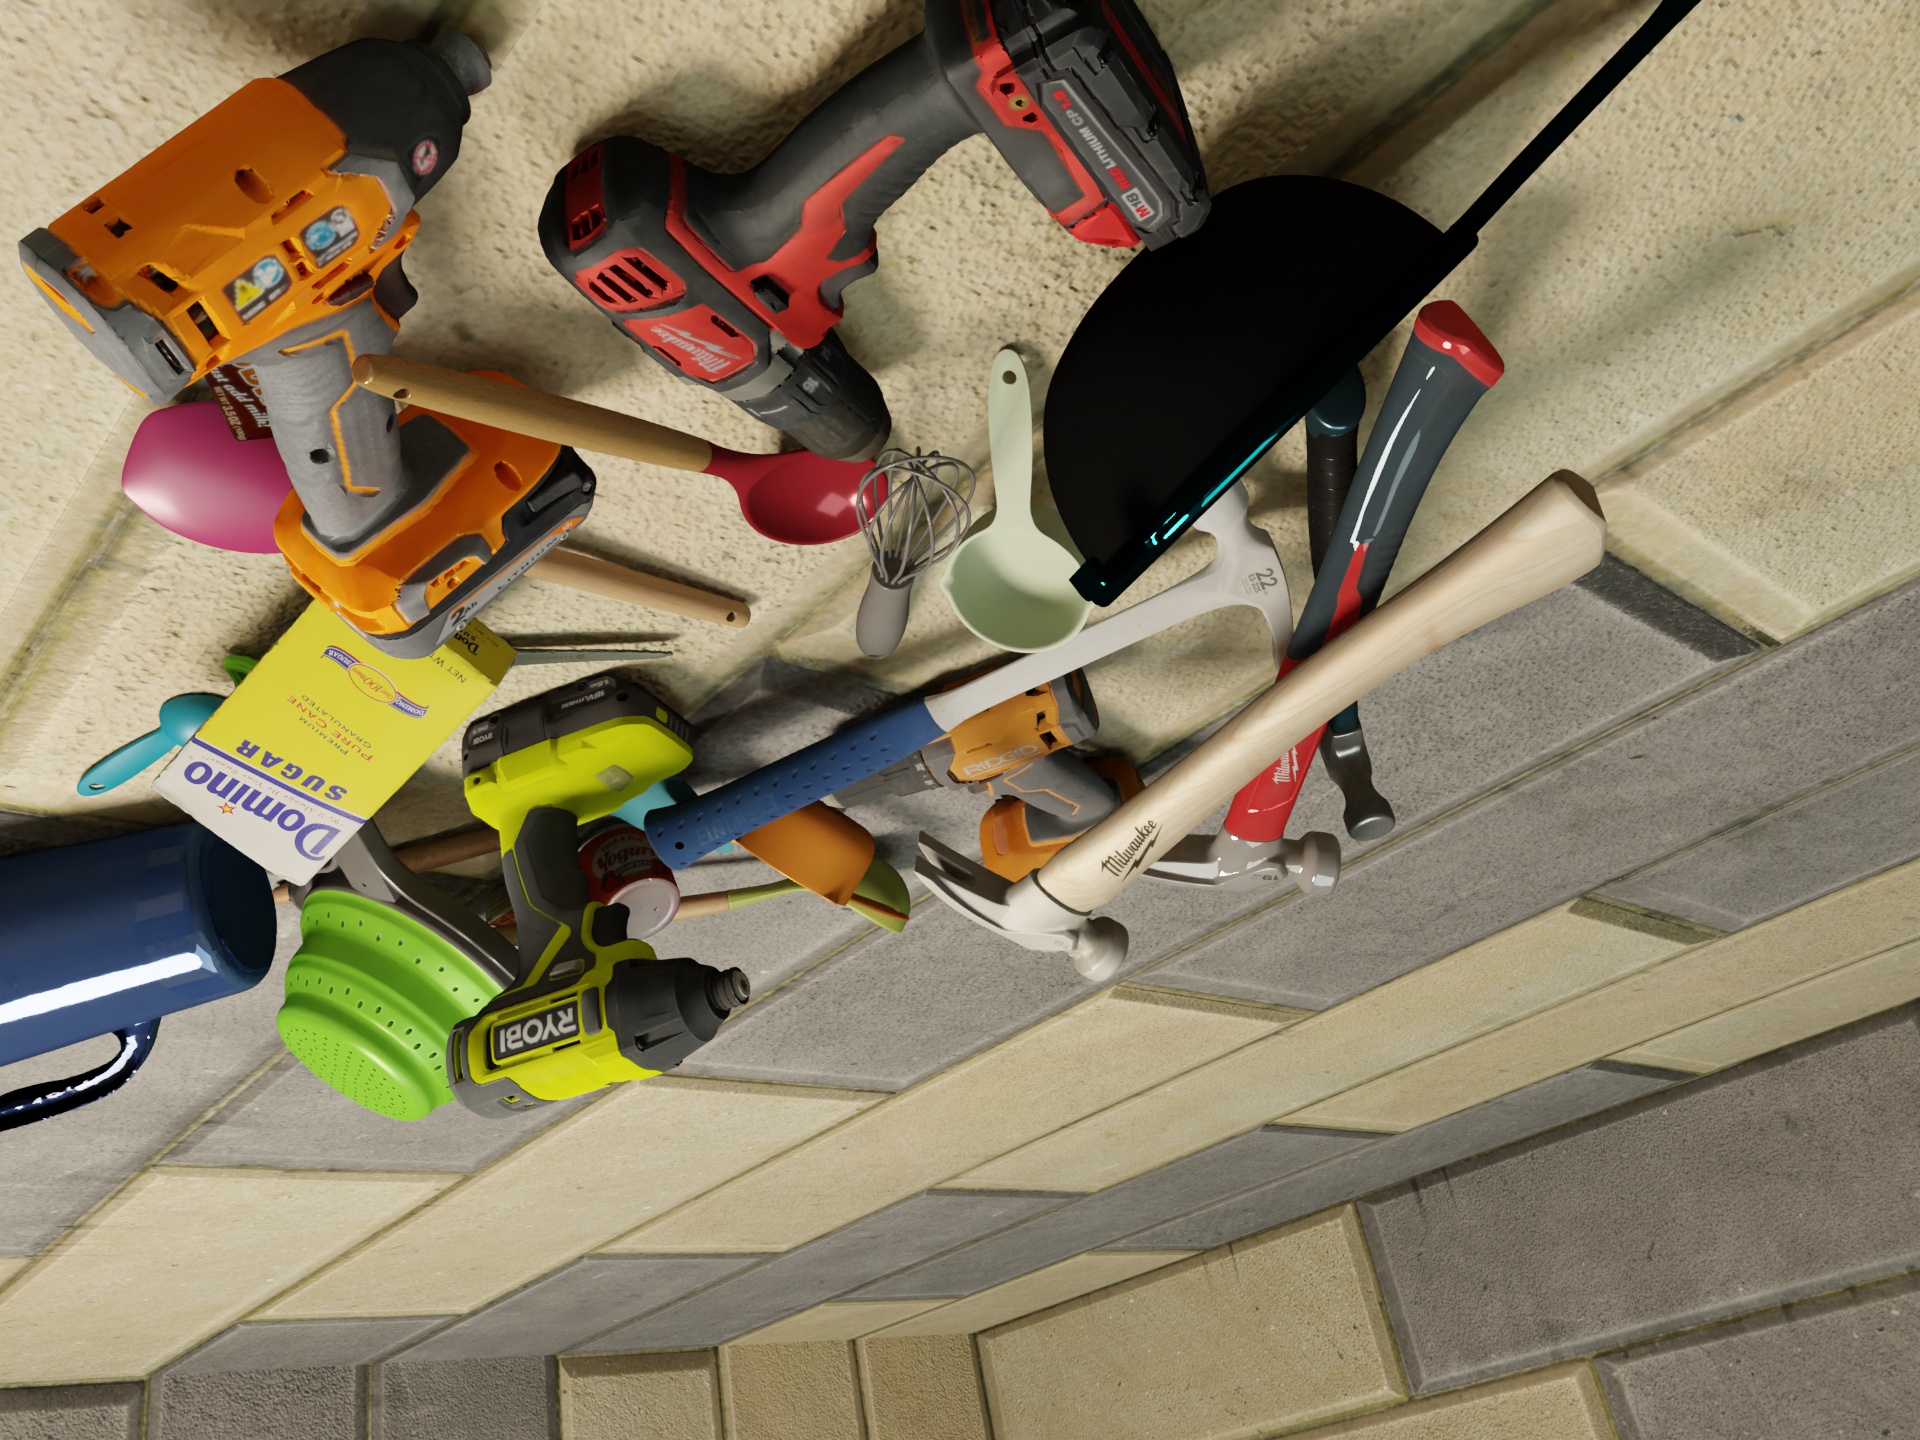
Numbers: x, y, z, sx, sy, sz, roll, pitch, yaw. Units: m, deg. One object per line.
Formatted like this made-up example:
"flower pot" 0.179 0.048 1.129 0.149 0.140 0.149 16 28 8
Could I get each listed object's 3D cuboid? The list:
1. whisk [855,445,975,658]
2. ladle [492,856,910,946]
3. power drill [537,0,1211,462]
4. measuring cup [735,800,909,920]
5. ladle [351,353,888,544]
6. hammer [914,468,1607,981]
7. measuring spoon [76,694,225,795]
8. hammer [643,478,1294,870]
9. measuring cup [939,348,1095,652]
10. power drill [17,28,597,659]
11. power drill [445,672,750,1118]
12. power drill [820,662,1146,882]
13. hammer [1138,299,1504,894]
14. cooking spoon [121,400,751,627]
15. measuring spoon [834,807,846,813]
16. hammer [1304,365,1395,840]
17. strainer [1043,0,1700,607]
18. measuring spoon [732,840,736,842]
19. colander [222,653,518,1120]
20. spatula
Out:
"whisk" -0.031 -0.077 0.812 0.055 0.055 0.239 -6 164 -10
"ladle" -0.191 0.144 1.135 0.320 0.062 0.078 -8 -169 -16
"power drill" -0.022 -0.187 0.616 0.226 0.080 0.187 -22 150 24
"measuring cup" -0.076 0.092 1.075 0.173 0.095 0.052 32 88 -49
"ladle" -0.126 -0.114 0.667 0.069 0.031 0.315 -34 164 23
"hammer" 0.147 0.005 0.824 0.146 0.038 0.410 31 129 -23
"measuring spoon" -0.451 0.023 0.887 0.128 0.021 0.042 -27 148 23
"hammer" -0.001 -0.003 0.915 0.405 0.035 0.144 -25 124 17
"measuring cup" 0.031 -0.112 0.792 0.083 0.038 0.167 7 127 14
"power drill" -0.214 -0.137 0.593 0.164 0.084 0.226 -46 159 -18
"power drill" -0.205 0.095 0.896 0.171 0.223 0.080 -20 151 15
"power drill" 0.023 0.048 1.050 0.185 0.084 0.226 -20 146 14
"hammer" 0.175 -0.042 0.826 0.143 0.038 0.386 6 135 -4
"cooking spoon" -0.230 -0.084 0.764 0.318 0.017 0.068 13 110 -44
"measuring spoon" -0.093 0.062 1.103 0.034 0.018 0.124 13 138 -15
"hammer" 0.211 -0.070 0.888 0.033 0.128 0.330 -15 142 4
"strainer" 0.146 -0.195 0.643 0.340 0.095 0.211 -46 179 15
"measuring spoon" -0.149 0.084 1.101 0.117 0.011 0.021 10 143 -17
"colander" -0.365 0.128 0.943 0.204 0.094 0.396 15 140 21
"spatula" -0.306 0.084 1.030 0.317 0.044 0.082 -15 138 10
